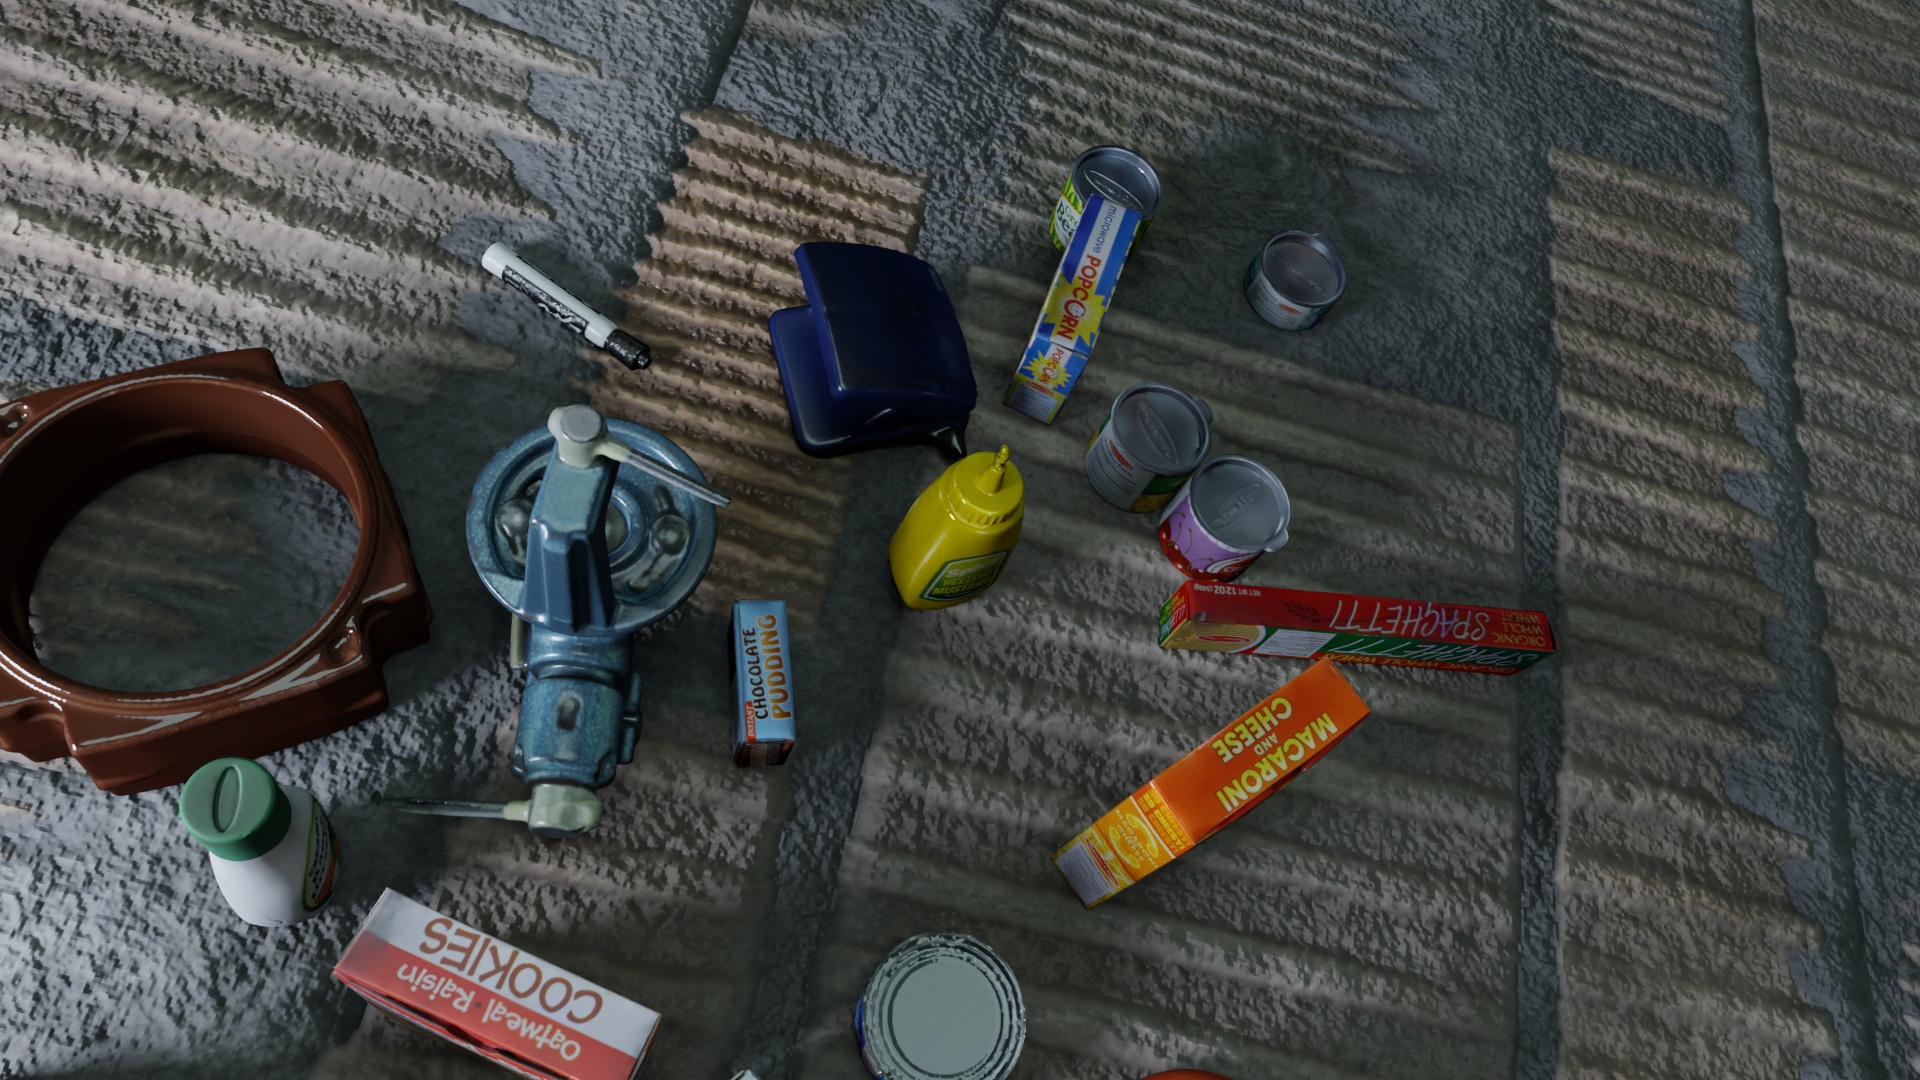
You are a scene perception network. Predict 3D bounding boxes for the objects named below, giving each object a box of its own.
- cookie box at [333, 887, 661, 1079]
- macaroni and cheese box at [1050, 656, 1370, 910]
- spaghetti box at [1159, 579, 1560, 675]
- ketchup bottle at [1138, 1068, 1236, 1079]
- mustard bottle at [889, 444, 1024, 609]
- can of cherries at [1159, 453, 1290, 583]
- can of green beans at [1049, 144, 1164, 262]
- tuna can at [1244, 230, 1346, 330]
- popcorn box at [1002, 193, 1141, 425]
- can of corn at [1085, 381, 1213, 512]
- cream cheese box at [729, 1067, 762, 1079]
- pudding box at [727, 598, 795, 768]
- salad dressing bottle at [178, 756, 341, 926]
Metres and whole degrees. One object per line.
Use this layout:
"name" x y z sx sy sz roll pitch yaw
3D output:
"cookie box" -0.199 0.212 0.615 0.123 0.166 0.040 25 62 -2
"macaroni and cheese box" 0.128 0.133 0.737 0.124 0.165 0.040 -30 76 -24
"spaghetti box" 0.250 0.056 0.871 0.250 0.050 0.029 5 64 -12
"ketchup bottle" 0.123 0.287 0.672 0.044 0.148 0.065 -22 73 -22
"mustard bottle" 0.003 -0.010 0.776 0.065 0.159 0.049 -12 69 -19
"can of cherries" 0.167 -0.010 0.876 0.071 0.058 0.072 6 64 -12
"can of green beans" 0.100 -0.230 0.964 0.071 0.057 0.071 6 64 -12
"tuna can" 0.240 -0.187 0.994 0.071 0.032 0.071 6 64 -12
"popcorn box" 0.073 -0.151 0.904 0.038 0.085 0.127 23 62 -3
"can of corn" 0.121 -0.060 0.888 0.071 0.058 0.071 6 64 -12
"cream cheese box" -0.080 0.302 0.667 0.024 0.053 0.104 -37 79 -26
"pudding box" -0.111 0.078 0.768 0.030 0.049 0.084 -1 66 -15
"salad dressing bottle" -0.317 0.136 0.632 0.044 0.147 0.064 2 65 -14
